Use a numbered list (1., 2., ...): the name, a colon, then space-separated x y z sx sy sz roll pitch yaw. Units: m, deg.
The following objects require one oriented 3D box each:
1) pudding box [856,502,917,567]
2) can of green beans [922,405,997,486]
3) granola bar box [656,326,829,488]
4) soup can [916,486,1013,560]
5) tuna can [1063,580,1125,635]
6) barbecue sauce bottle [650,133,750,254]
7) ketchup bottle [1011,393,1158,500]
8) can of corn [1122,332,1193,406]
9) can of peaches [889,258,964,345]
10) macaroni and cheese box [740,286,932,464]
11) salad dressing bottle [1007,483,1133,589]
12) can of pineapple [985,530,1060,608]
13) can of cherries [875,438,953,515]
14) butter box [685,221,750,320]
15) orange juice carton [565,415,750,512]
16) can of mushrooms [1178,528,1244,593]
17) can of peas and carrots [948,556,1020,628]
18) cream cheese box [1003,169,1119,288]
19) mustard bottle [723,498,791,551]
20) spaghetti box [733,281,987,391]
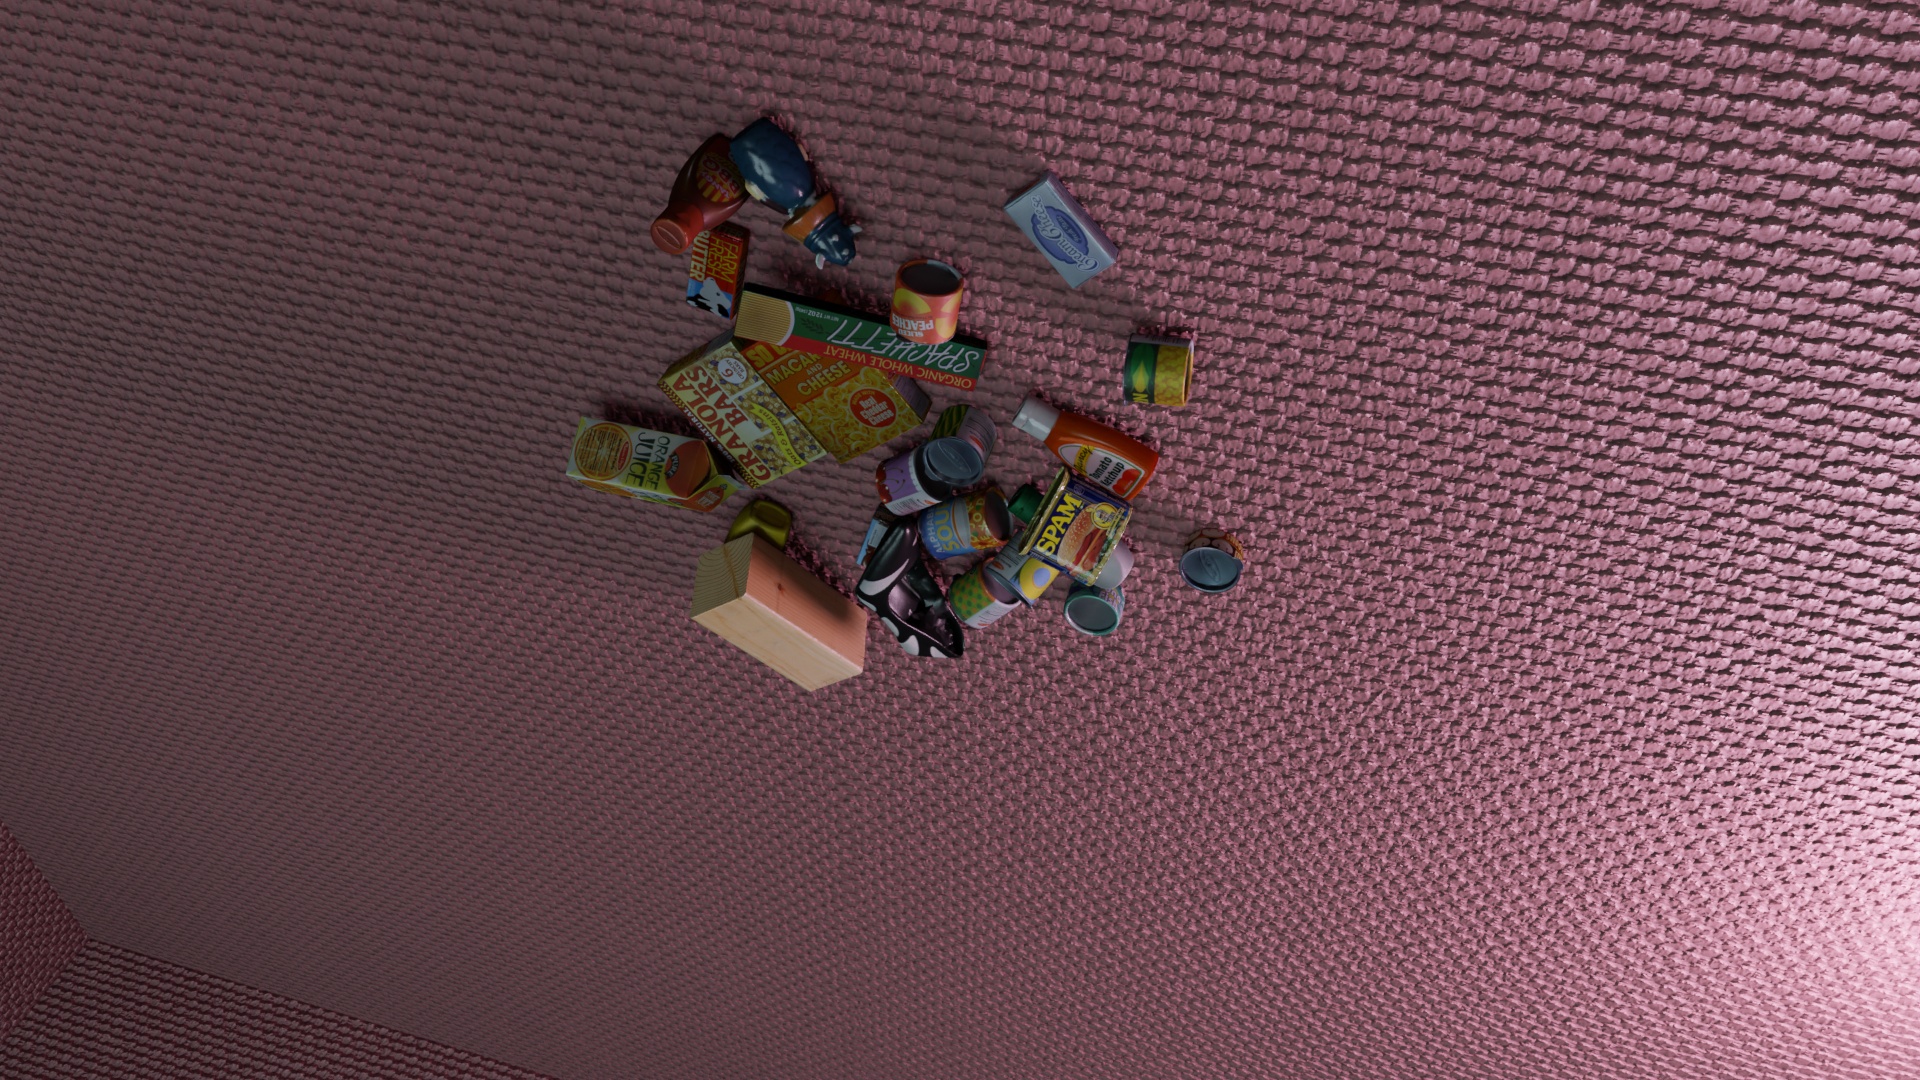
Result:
1. pudding box: -0.086 0.001 1.604 0.050 0.030 0.083 22 135 -1
2. can of green beans: 0.000 -0.100 1.459 0.071 0.058 0.071 11 134 11
3. granola bar box: -0.233 -0.143 1.522 0.124 0.039 0.165 -22 120 35
4. soup can: 0.005 -0.019 1.523 0.083 0.072 0.071 -14 124 30
5. tuna can: 0.153 0.074 1.578 0.071 0.033 0.070 11 134 12
6. barbecue sauce bottle: -0.239 -0.318 1.287 0.065 0.149 0.043 41 133 -17
7. ketchup bottle: 0.125 -0.100 1.423 0.149 0.044 0.064 29 141 -5
8. can of corn: 0.189 -0.160 1.325 0.058 0.071 0.070 8 133 14
9. can of peaches: -0.034 -0.230 1.344 0.071 0.071 0.057 17 133 5
10. macaroni and cheese box: -0.130 -0.170 1.457 0.123 0.040 0.166 -24 120 34
11. salad dressing bottle: 0.119 -0.006 1.512 0.147 0.044 0.064 36 134 -11
12. can of pineapple: 0.072 0.031 1.534 0.071 0.058 0.071 41 173 6
13. can of cherries: -0.050 -0.068 1.506 0.058 0.072 0.071 -20 121 35
14. butter box: -0.247 -0.278 1.415 0.053 0.024 0.103 21 135 2
15. orange juice carton: -0.339 -0.083 1.576 0.193 0.073 0.071 11 171 11
16. can of mushrooms: 0.271 0.022 1.485 0.071 0.034 0.070 11 133 12
17. can of peas and carrots: 0.029 0.057 1.589 0.071 0.071 0.058 39 132 -16
18. cream cheese box: 0.094 -0.285 1.278 0.053 0.024 0.103 -28 117 38
19. mustard bottle: -0.257 0.013 1.667 0.065 0.049 0.159 27 135 -15
20. spaghetti box: -0.097 -0.201 1.378 0.250 0.029 0.050 12 118 -9
